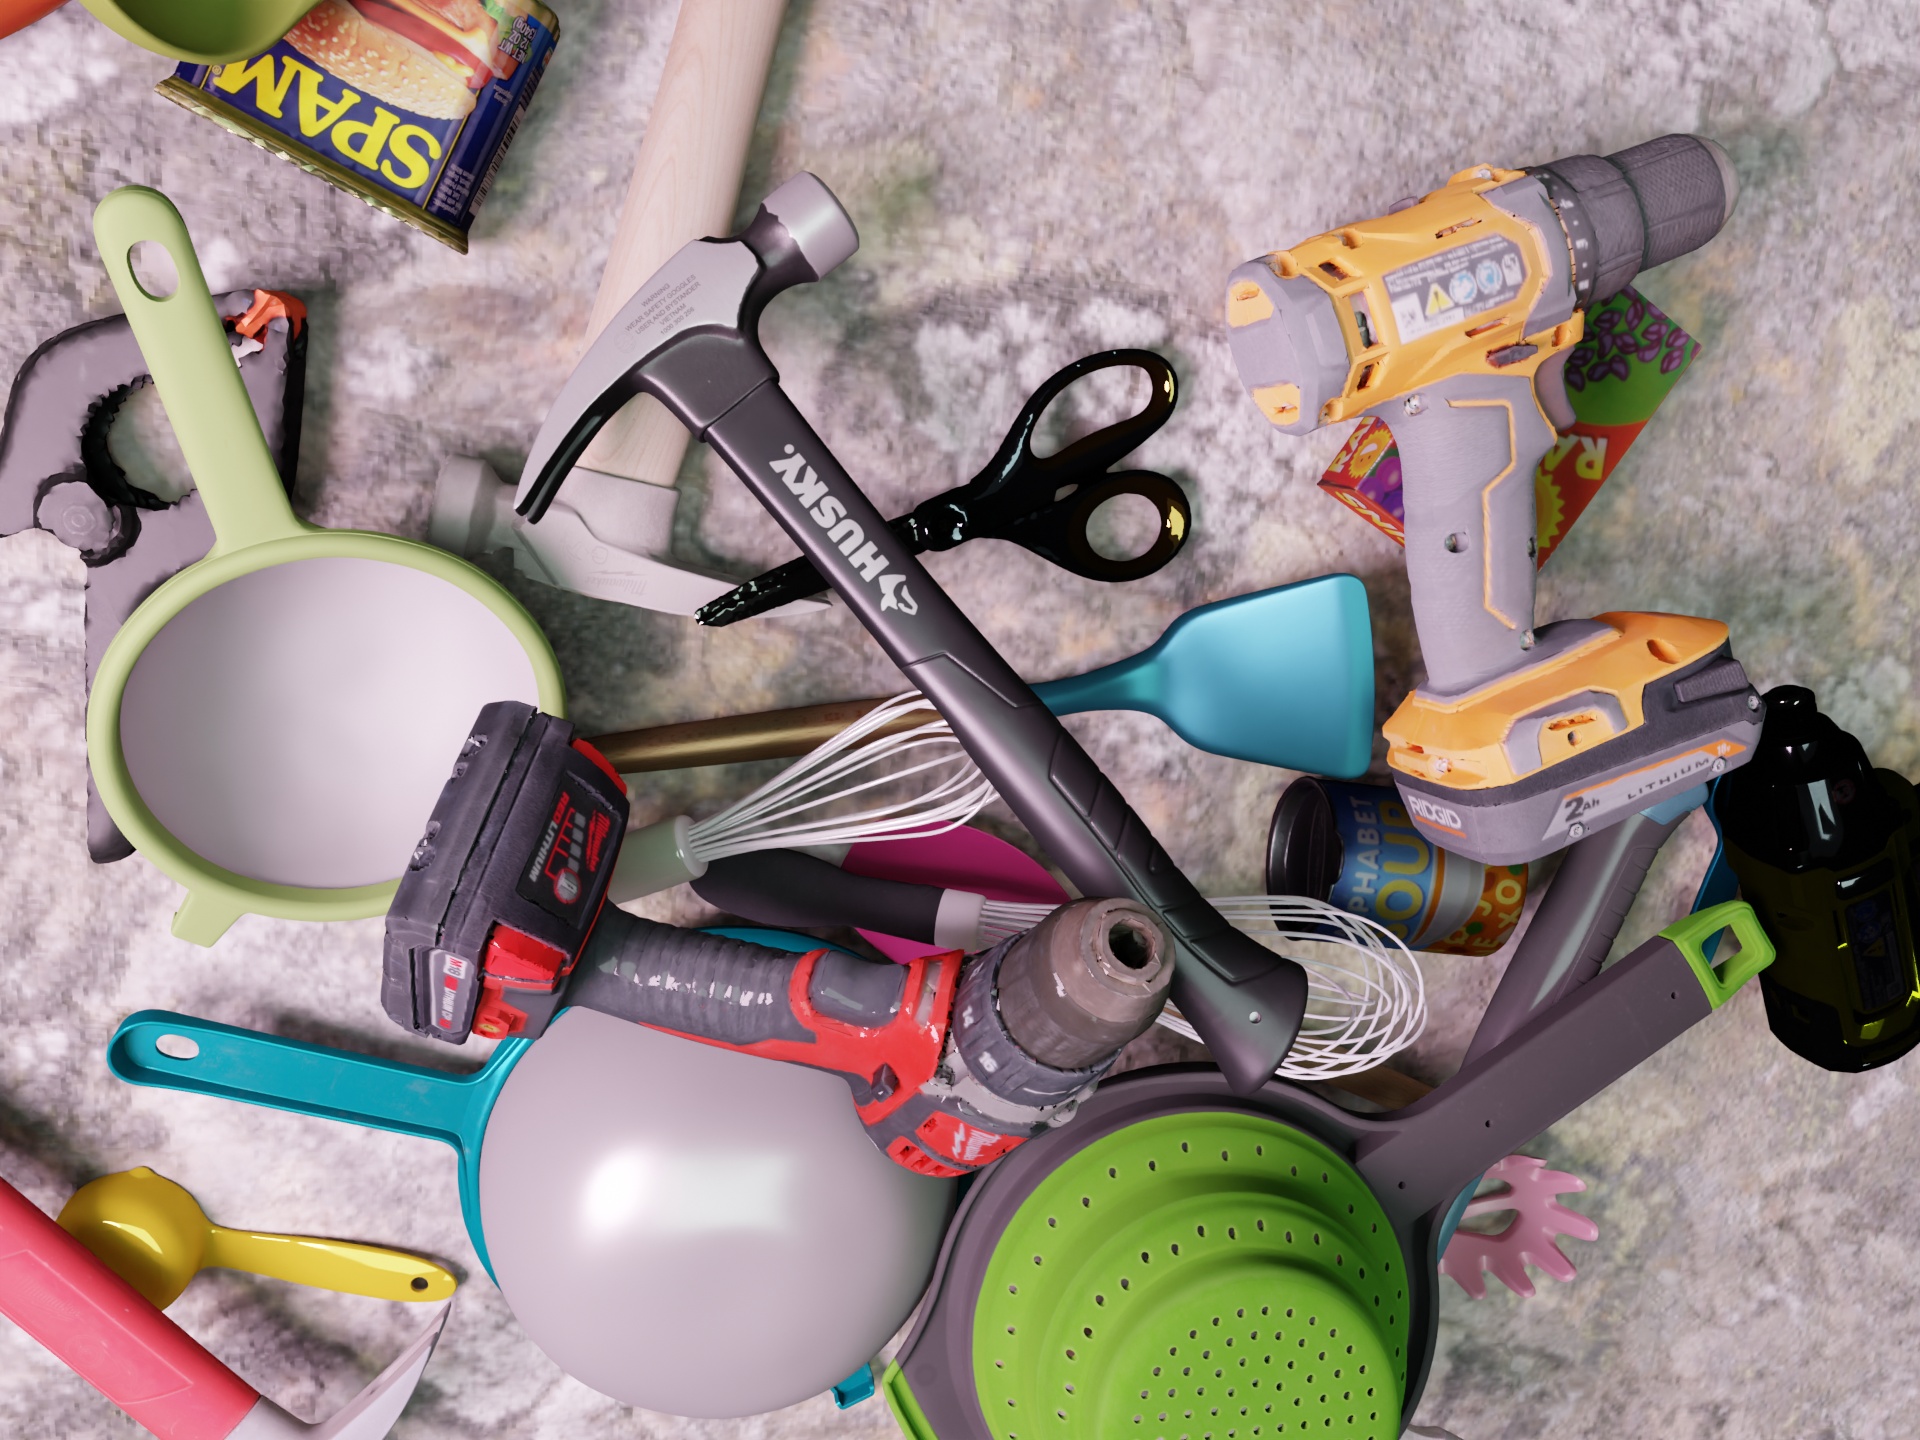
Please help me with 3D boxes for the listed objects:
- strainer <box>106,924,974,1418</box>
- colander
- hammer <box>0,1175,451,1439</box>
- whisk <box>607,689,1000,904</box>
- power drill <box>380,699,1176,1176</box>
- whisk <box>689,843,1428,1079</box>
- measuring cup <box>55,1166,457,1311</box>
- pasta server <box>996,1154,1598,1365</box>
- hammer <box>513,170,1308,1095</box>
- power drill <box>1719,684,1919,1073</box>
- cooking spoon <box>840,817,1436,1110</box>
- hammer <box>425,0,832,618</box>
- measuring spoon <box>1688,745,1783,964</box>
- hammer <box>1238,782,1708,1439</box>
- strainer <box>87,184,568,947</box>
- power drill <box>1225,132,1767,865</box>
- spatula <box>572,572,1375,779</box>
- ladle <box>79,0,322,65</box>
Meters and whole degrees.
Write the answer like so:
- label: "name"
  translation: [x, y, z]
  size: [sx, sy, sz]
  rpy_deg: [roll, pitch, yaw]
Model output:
- label: "strainer"
  translation: [-0.148, 0.175, 0.598]
  size: [0.340, 0.095, 0.211]
  rpy_deg: [17, 103, -17]
- label: "colander"
  translation: [0.163, 0.194, 0.595]
  size: [0.397, 0.094, 0.204]
  rpy_deg: [-33, 99, -4]
- label: "hammer"
  translation: [-0.369, 0.152, 0.574]
  size: [0.143, 0.038, 0.386]
  rpy_deg: [-44, 100, 4]
- label: "whisk"
  translation: [-0.093, 0.044, 0.591]
  size: [0.246, 0.058, 0.059]
  rpy_deg: [-19, 131, 11]
- label: "power drill"
  translation: [-0.057, 0.075, 0.502]
  size: [0.226, 0.187, 0.080]
  rpy_deg: [21, 58, -10]
- label: "whisk"
  translation: [0.032, 0.081, 0.602]
  size: [0.284, 0.070, 0.070]
  rpy_deg: [10, 103, 10]
- label: "measuring cup"
  translation: [-0.281, 0.219, 0.631]
  size: [0.156, 0.029, 0.062]
  rpy_deg: [12, 102, -9]
- label: "pasta server"
  translation: [0.121, 0.252, 0.699]
  size: [0.316, 0.040, 0.060]
  rpy_deg: [-15, 91, -4]
- label: "hammer"
  translation: [-0.003, -0.010, 0.532]
  size: [0.146, 0.035, 0.335]
  rpy_deg: [-40, 92, -4]
- label: "power drill"
  translation: [0.429, 0.029, 0.660]
  size: [0.223, 0.080, 0.171]
  rpy_deg: [-24, 112, -4]
- label: "cooking spoon"
  translation: [0.095, 0.118, 0.671]
  size: [0.318, 0.017, 0.068]
  rpy_deg: [25, 107, -14]
- label: "hammer"
  translation: [-0.070, -0.238, 0.545]
  size: [0.146, 0.038, 0.410]
  rpy_deg: [13, 102, -13]
- label: "measuring spoon"
  translation: [0.327, 0.065, 0.697]
  size: [0.042, 0.021, 0.128]
  rpy_deg: [0, 114, -19]
- label: "hammer"
  translation: [0.223, 0.157, 0.668]
  size: [0.128, 0.033, 0.331]
  rpy_deg: [27, 90, -5]
- label: "strainer"
  translation: [-0.225, -0.052, 0.529]
  size: [0.151, 0.069, 0.256]
  rpy_deg: [-18, 123, -14]
- label: "power drill"
  translation: [0.212, -0.085, 0.566]
  size: [0.185, 0.084, 0.226]
  rpy_deg: [-23, 101, -9]
- label: "spatula"
  translation: [-0.001, -0.002, 0.612]
  size: [0.317, 0.044, 0.082]
  rpy_deg: [-7, 107, -6]
- label: "ladle"
  translation: [-0.102, -0.241, 0.483]
  size: [0.320, 0.062, 0.078]
  rpy_deg: [-8, 113, -19]
